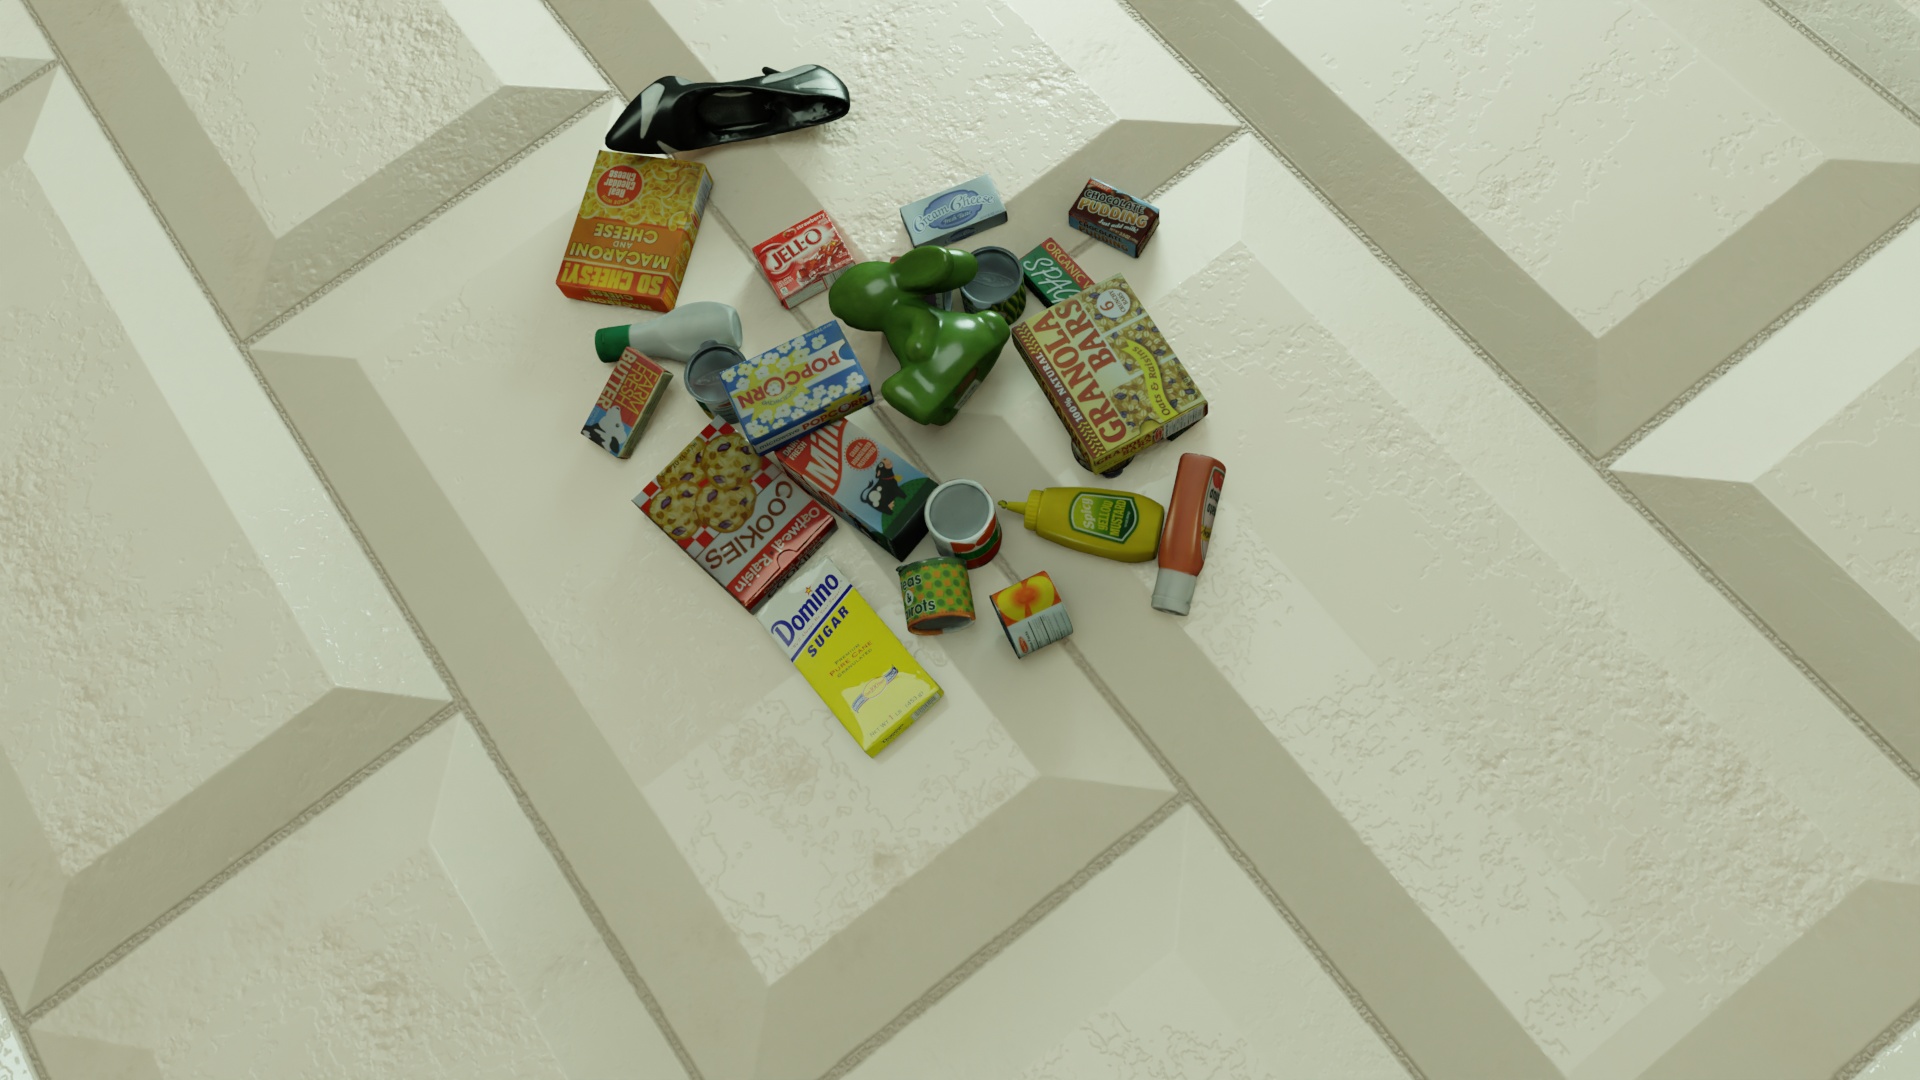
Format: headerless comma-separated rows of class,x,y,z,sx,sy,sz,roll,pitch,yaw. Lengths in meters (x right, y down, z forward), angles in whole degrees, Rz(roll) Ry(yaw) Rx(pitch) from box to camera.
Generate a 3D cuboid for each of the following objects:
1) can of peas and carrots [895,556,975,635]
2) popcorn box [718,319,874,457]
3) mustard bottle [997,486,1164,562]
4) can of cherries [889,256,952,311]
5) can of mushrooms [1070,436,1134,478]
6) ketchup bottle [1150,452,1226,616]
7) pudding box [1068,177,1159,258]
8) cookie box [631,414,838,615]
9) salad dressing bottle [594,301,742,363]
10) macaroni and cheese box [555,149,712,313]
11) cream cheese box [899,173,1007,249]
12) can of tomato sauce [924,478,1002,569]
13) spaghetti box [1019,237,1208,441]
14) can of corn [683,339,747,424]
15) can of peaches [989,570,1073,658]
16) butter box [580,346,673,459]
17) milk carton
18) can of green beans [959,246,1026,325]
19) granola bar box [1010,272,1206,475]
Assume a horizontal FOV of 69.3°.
can of peas and carrots,-0.024,0.053,1.310,0.071,0.070,0.059,-11,72,3
popcorn box,-0.157,-0.146,1.332,0.127,0.038,0.085,-26,64,-5
mustard bottle,0.112,-0.021,1.330,0.160,0.048,0.065,10,72,9
can of cherries,-0.041,-0.260,1.417,0.058,0.071,0.071,0,72,8
can of mushrooms,0.142,-0.099,1.361,0.071,0.033,0.071,-2,71,5
ketchup bottle,0.213,-0.005,1.309,0.043,0.064,0.149,11,82,23
pudding box,0.160,-0.335,1.439,0.084,0.030,0.050,30,77,15
cookie box,-0.222,-0.026,1.374,0.168,0.040,0.123,41,80,17
salad dressing bottle,-0.304,-0.212,1.444,0.148,0.044,0.064,-6,73,6
macaroni and cheese box,-0.348,-0.331,1.490,0.124,0.040,0.167,10,73,9
cream cheese box,-0.008,-0.343,1.464,0.104,0.024,0.053,-22,69,-1
can of tomato sauce,0.005,-0.017,1.322,0.071,0.083,0.071,-2,72,6
spaghetti box,0.149,-0.205,1.398,0.050,0.028,0.250,-37,72,-7
can of corn,-0.241,-0.161,1.411,0.071,0.058,0.071,-2,72,6
can of peaches,0.066,0.067,1.298,0.058,0.071,0.071,-25,71,-2
butter box,-0.340,-0.140,1.417,0.053,0.024,0.103,32,98,14
milk carton,-0.113,-0.069,1.359,0.191,0.072,0.073,36,78,16
can of green beans,0.032,-0.256,1.412,0.071,0.057,0.071,-2,72,6
granola bar box,0.142,-0.163,1.344,0.124,0.039,0.166,-28,69,-4
